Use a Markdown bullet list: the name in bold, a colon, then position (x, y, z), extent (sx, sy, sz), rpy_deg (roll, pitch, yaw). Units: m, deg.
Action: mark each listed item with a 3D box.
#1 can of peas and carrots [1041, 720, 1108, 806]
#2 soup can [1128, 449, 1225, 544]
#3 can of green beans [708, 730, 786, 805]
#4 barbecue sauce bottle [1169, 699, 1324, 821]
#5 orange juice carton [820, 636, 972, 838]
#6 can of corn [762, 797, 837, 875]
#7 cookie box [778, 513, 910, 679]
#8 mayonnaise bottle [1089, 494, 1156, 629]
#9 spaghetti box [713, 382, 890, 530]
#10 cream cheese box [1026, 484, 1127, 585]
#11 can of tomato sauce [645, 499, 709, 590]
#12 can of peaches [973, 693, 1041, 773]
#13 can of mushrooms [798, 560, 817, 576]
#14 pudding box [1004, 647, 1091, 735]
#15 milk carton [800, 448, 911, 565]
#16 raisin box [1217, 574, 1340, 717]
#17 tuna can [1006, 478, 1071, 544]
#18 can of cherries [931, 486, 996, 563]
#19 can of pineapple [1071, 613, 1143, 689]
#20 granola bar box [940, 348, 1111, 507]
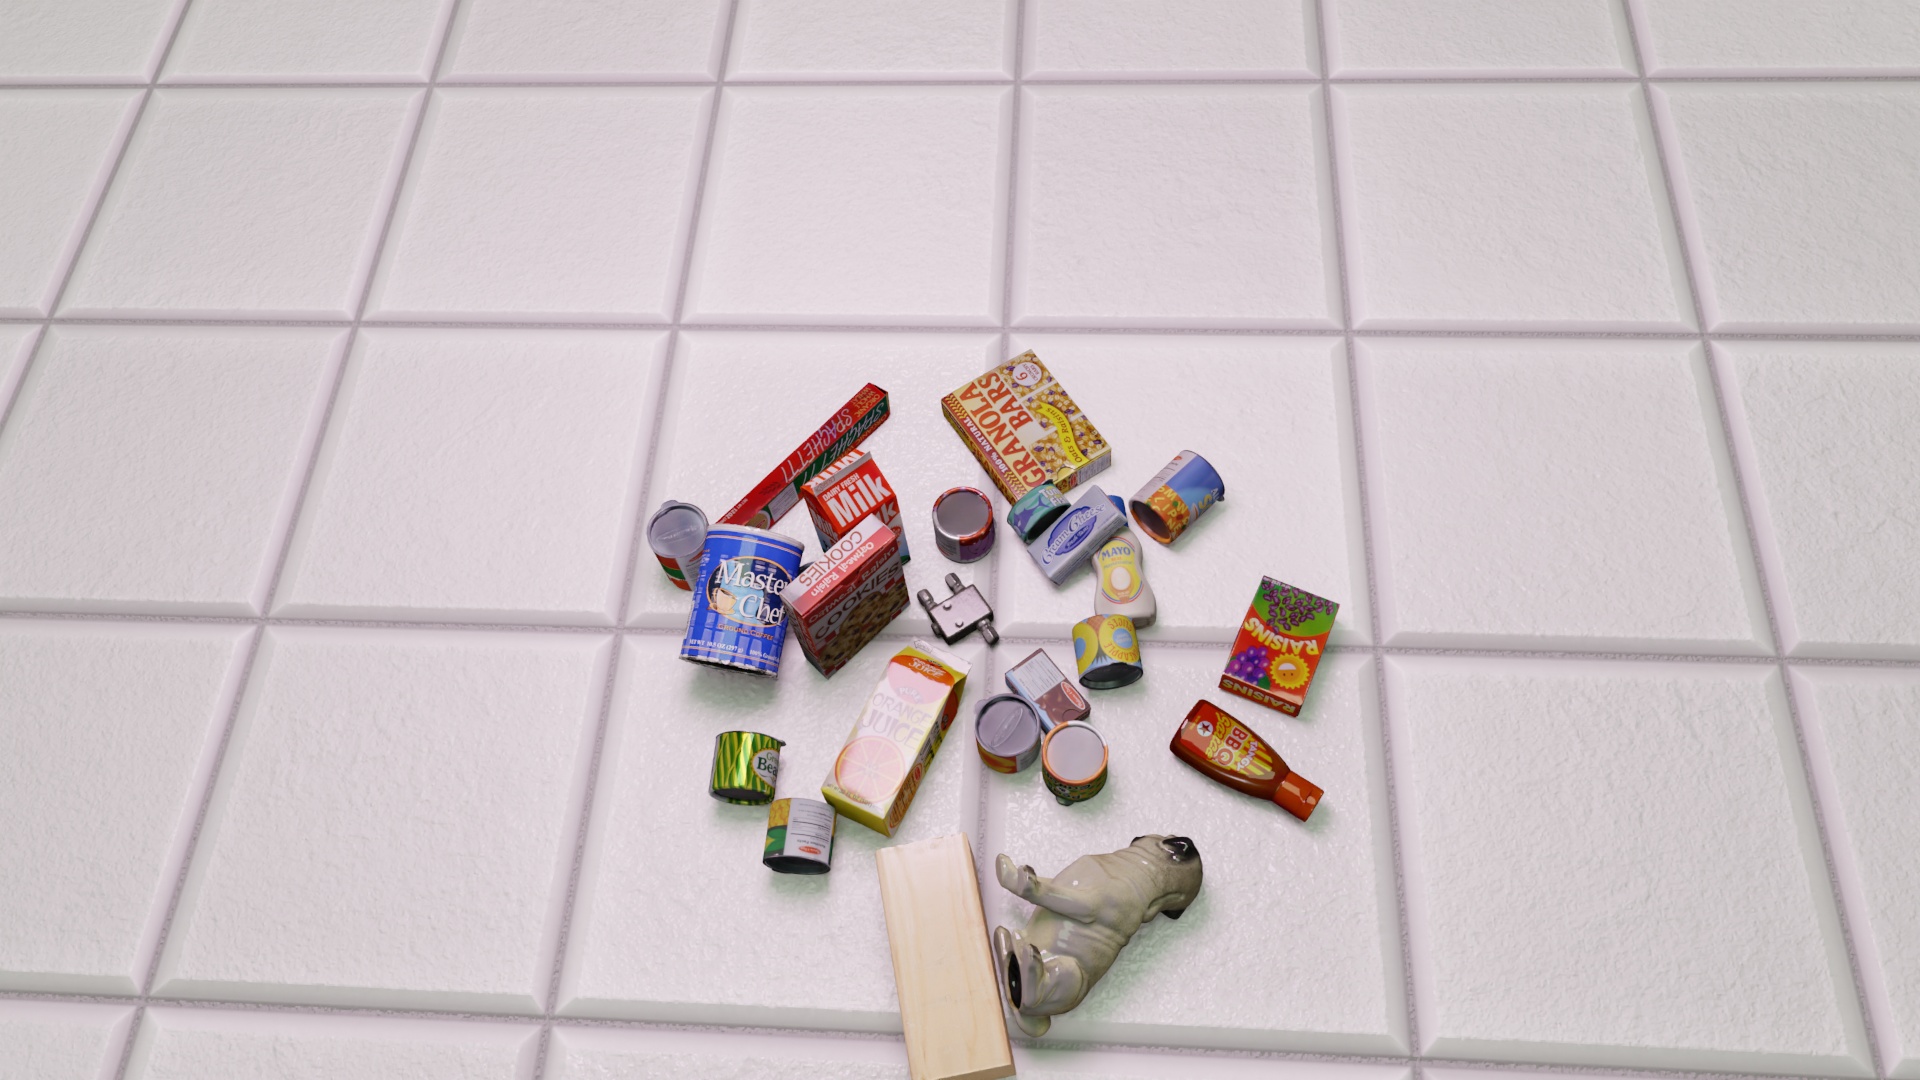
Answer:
- **can of peas and carrots**: position (0.111, 0.219, 1.365), extent (0.071, 0.058, 0.071), rpy_deg (-2, 62, 3)
- **soup can**: position (0.234, -0.044, 1.494), extent (0.084, 0.071, 0.071), rpy_deg (-41, 67, -16)
- **can of green beans**: position (-0.214, 0.227, 1.378), extent (0.071, 0.071, 0.058), rpy_deg (1, 63, 5)
- **barbecue sauce bottle**: position (0.282, 0.220, 1.363), extent (0.149, 0.043, 0.065), rpy_deg (32, 68, 18)
- **orange juice carton**: position (-0.059, 0.189, 1.384), extent (0.072, 0.072, 0.193), rpy_deg (22, 65, 15)
- **can of corn**: position (-0.156, 0.287, 1.345), extent (0.071, 0.071, 0.058), rpy_deg (2, 62, 5)
- **cookie box**: position (-0.112, 0.060, 1.403), extent (0.123, 0.166, 0.040), rpy_deg (-42, 68, -16)
- **mayonnaise bottle**: position (0.167, 0.023, 1.474), extent (0.065, 0.041, 0.149), rpy_deg (-10, 62, 7)
- **spaghetti box**: position (-0.173, -0.080, 1.547), extent (0.029, 0.050, 0.251), rpy_deg (38, 70, 19)
- **cream cheese box**: position (0.123, -0.006, 1.473), extent (0.103, 0.024, 0.053), rpy_deg (-44, 46, 9)
- **can of tomato sauce**: position (-0.295, 0.006, 1.490), extent (0.071, 0.082, 0.071), rpy_deg (-2, 62, 3)
- **can of peaches**: position (0.046, 0.192, 1.385), extent (0.071, 0.057, 0.071), rpy_deg (-2, 63, 4)
- **can of mushrooms**: position (-0.148, 0.058, 1.481), extent (0.071, 0.033, 0.071), rpy_deg (-2, 62, 3)
- **pudding box**: position (0.088, 0.157, 1.416), extent (0.050, 0.030, 0.084), rpy_deg (-34, 65, -15)
- **milk carton**: position (-0.109, -0.026, 1.434), extent (0.072, 0.189, 0.073), rpy_deg (-36, 66, -14)
- **raisin box**: position (0.326, 0.108, 1.422), extent (0.086, 0.040, 0.124), rpy_deg (22, 64, 13)
- **tuna can**: position (0.087, -0.030, 1.492), extent (0.071, 0.070, 0.033), rpy_deg (-34, 67, -13)
- **can of cherries**: position (0.005, -0.019, 1.498), extent (0.071, 0.058, 0.072), rpy_deg (-2, 63, 3)
- **can of pineapple**: position (0.150, 0.113, 1.413), extent (0.071, 0.070, 0.058), rpy_deg (-7, 62, 0)
- **granola bar box**: position (0.073, -0.123, 1.559), extent (0.124, 0.039, 0.166), rpy_deg (-30, 64, -12)
